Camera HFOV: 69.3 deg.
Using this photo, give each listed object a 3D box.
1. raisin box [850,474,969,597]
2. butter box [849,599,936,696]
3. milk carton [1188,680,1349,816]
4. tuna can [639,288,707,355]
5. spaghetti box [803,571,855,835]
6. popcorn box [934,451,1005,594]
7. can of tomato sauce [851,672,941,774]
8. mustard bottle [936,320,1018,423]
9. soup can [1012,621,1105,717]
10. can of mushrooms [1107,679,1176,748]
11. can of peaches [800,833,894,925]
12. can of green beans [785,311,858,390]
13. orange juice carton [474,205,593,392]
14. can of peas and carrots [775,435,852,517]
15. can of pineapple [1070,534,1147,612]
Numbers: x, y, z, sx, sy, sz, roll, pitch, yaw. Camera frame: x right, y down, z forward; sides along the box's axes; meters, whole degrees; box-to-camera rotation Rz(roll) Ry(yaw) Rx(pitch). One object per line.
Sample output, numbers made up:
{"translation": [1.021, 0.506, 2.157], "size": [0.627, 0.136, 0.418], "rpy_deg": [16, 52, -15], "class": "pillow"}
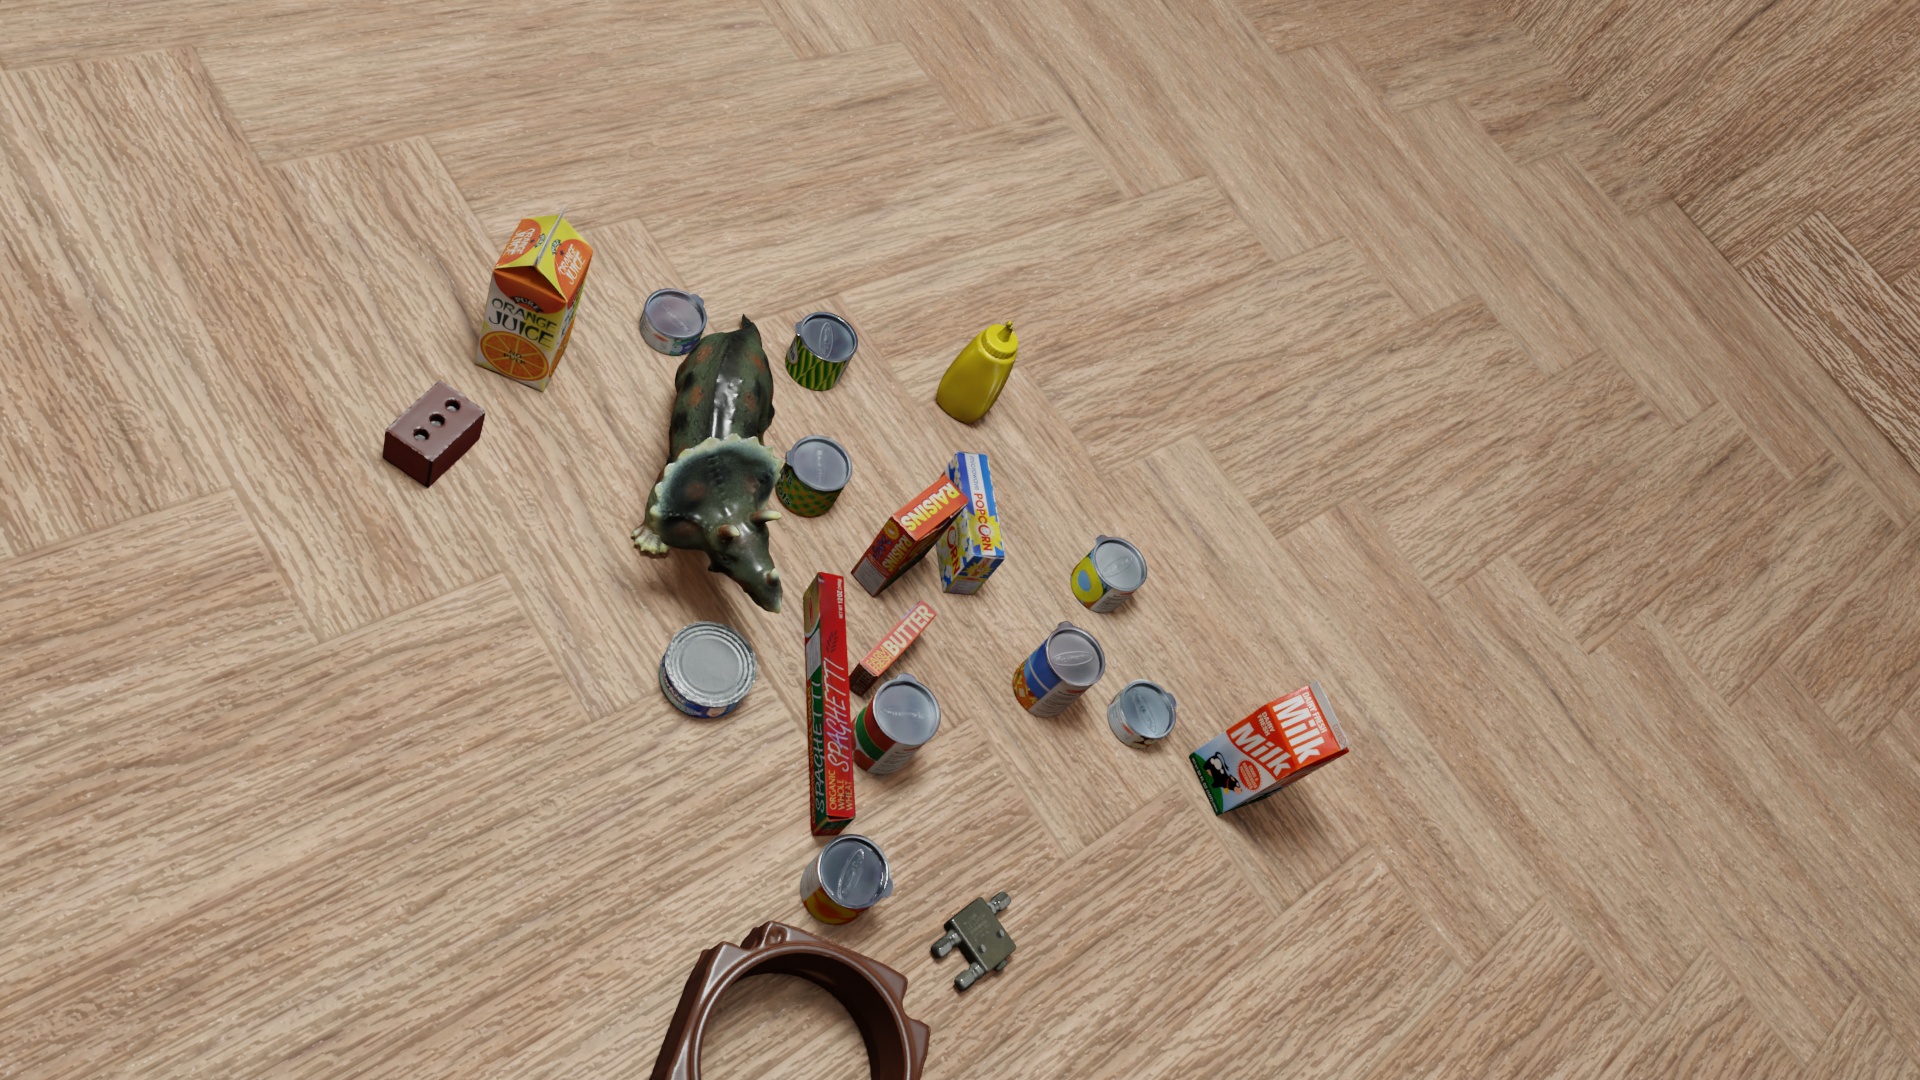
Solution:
{"translation": [-0.051, -0.003, 1.392], "size": [0.040, 0.122, 0.086], "rpy_deg": [47, 52, 6], "class": "raisin box"}
{"translation": [-0.068, 0.106, 1.362], "size": [0.024, 0.053, 0.104], "rpy_deg": [42, 52, 3], "class": "butter box"}
{"translation": [0.320, 0.208, 1.401], "size": [0.074, 0.189, 0.072], "rpy_deg": [-11, 67, -31], "class": "milk carton"}
{"translation": [-0.302, -0.232, 1.467], "size": [0.071, 0.032, 0.071], "rpy_deg": [12, 56, -19], "class": "tuna can"}
{"translation": [-0.125, 0.151, 1.308], "size": [0.029, 0.050, 0.251], "rpy_deg": [7, 58, -22], "class": "spaghetti box"}
{"translation": [0.005, -0.018, 1.453], "size": [0.038, 0.084, 0.127], "rpy_deg": [4, 59, -24], "class": "popcorn box"}
{"translation": [-0.065, 0.173, 1.303], "size": [0.071, 0.082, 0.071], "rpy_deg": [12, 57, -19], "class": "can of tomato sauce"}
{"translation": [0.027, -0.192, 1.523], "size": [0.065, 0.159, 0.049], "rpy_deg": [35, 52, -3], "class": "mustard bottle"}
{"translation": [0.098, 0.131, 1.408], "size": [0.071, 0.083, 0.071], "rpy_deg": [12, 57, -19], "class": "soup can"}
{"translation": [0.191, 0.182, 1.454], "size": [0.071, 0.033, 0.071], "rpy_deg": [12, 56, -19], "class": "can of mushrooms"}
{"translation": [-0.100, 0.301, 1.224], "size": [0.071, 0.057, 0.071], "rpy_deg": [12, 57, -19], "class": "can of peaches"}
{"translation": [-0.152, -0.205, 1.509], "size": [0.071, 0.057, 0.071], "rpy_deg": [12, 57, -19], "class": "can of green beans"}
{"translation": [-0.402, -0.233, 1.318], "size": [0.073, 0.191, 0.072], "rpy_deg": [23, 54, -12], "class": "orange juice carton"}
{"translation": [-0.153, -0.065, 1.422], "size": [0.071, 0.058, 0.071], "rpy_deg": [12, 57, -19], "class": "can of peas and carrots"}
{"translation": [0.160, 0.036, 1.513], "size": [0.071, 0.057, 0.071], "rpy_deg": [12, 57, -19], "class": "can of pineapple"}
